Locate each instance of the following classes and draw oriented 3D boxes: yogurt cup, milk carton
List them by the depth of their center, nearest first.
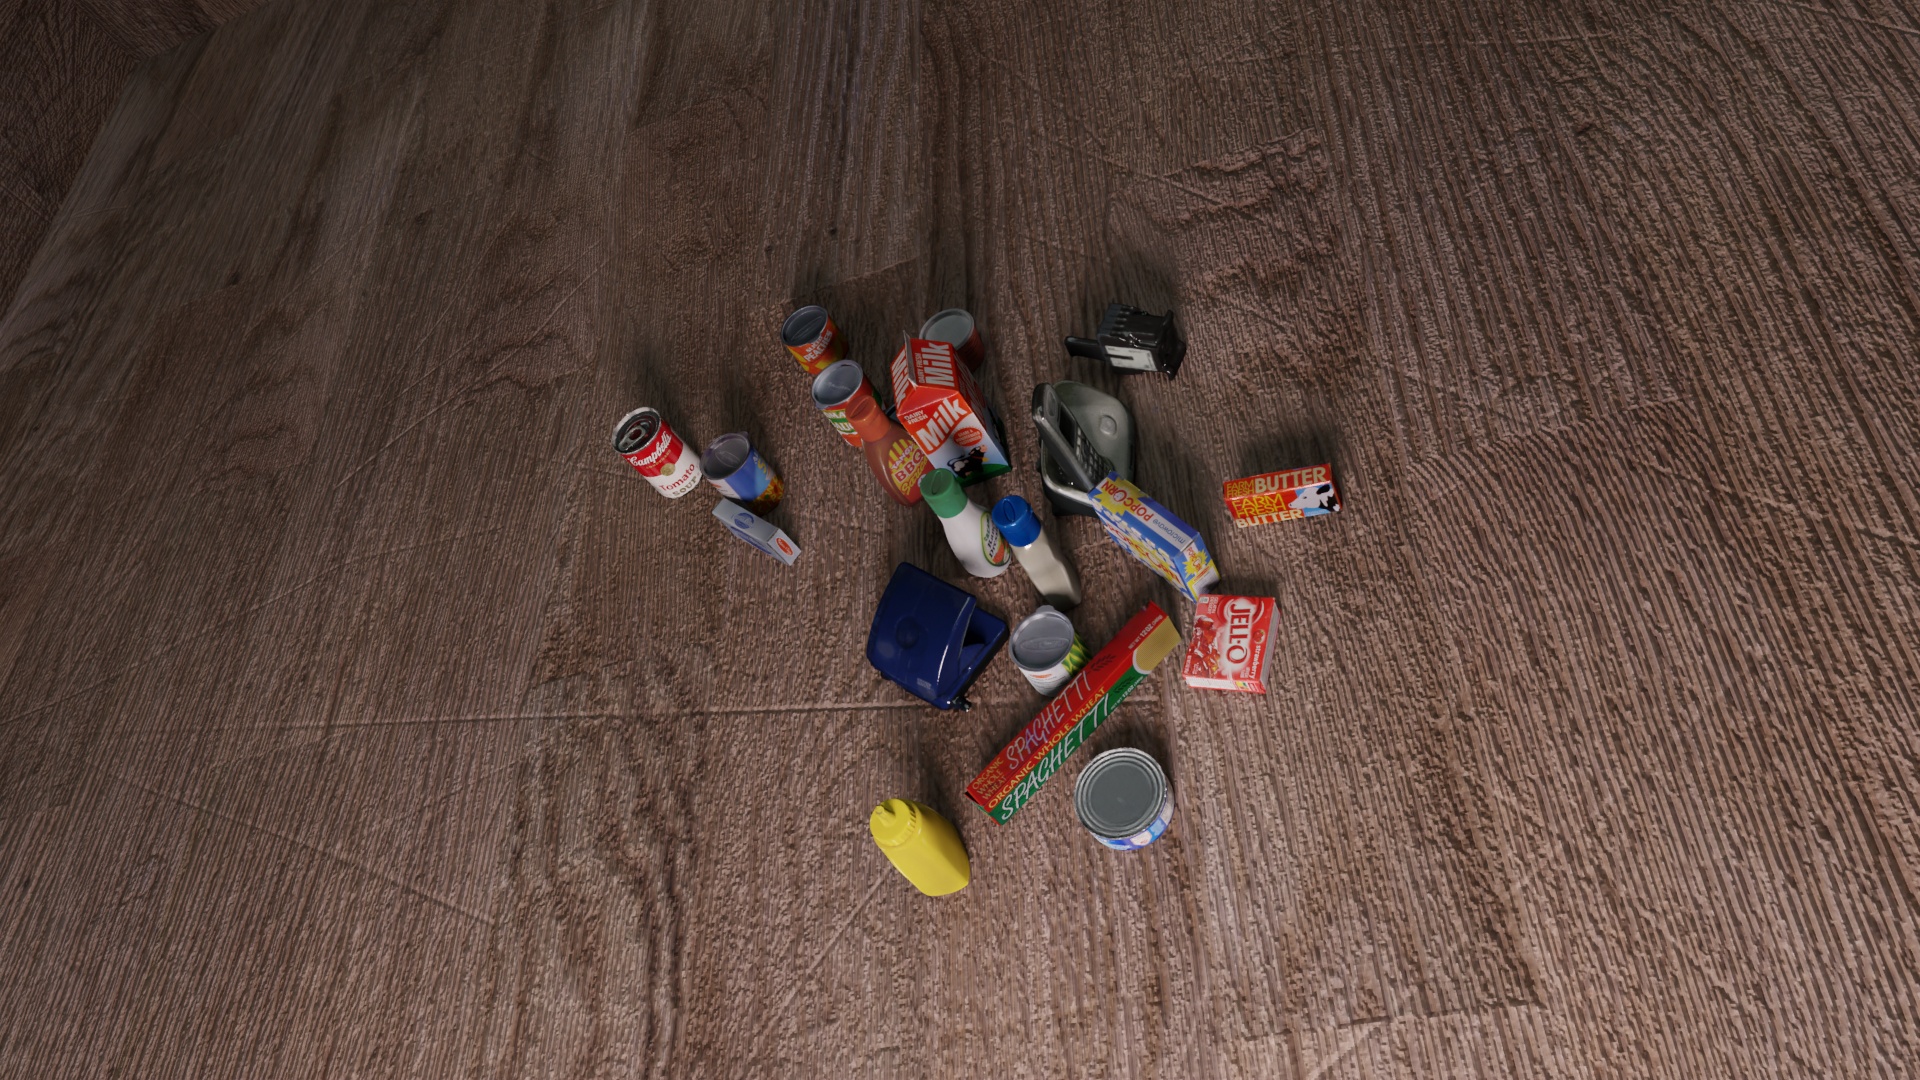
[{"bbox_3d":[-0.017,-0.139,1.464,0.073,0.190,0.073,-20,52,15],"label":"milk carton"},{"bbox_3d":[-0.007,-0.227,1.610,0.072,0.053,0.073,-13,53,19],"label":"yogurt cup"}]

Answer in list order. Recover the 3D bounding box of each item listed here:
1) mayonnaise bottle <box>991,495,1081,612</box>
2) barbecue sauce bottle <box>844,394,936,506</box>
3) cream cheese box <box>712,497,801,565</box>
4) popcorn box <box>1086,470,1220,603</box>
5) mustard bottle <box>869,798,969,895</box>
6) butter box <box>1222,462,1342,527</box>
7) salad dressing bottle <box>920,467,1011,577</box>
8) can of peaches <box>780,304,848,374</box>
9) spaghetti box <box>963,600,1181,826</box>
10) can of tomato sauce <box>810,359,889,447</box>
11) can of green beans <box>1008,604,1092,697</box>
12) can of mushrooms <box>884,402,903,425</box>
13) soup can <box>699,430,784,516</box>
[{"bbox_3d":[0.073,0.010,1.343,0.041,0.147,0.065,-26,50,10],"label":"mayonnaise bottle"},{"bbox_3d":[-0.076,-0.100,1.495,0.044,0.148,0.065,30,75,38],"label":"barbecue sauce bottle"},{"bbox_3d":[-0.232,-0.010,1.575,0.104,0.053,0.024,26,73,38],"label":"cream cheese box"},{"bbox_3d":[0.186,-0.004,1.336,0.038,0.085,0.127,-44,50,-6],"label":"popcorn box"},{"bbox_3d":[-0.042,0.261,1.220,0.049,0.159,0.065,-23,51,12],"label":"mustard bottle"},{"bbox_3d":[0.306,-0.042,1.322,0.103,0.053,0.024,-10,55,21],"label":"butter box"},{"bbox_3d":[0.005,-0.018,1.397,0.044,0.147,0.064,-5,56,25],"label":"salad dressing bottle"},{"bbox_3d":[-0.178,-0.246,1.708,0.071,0.058,0.071,-13,53,19],"label":"can of peaches"},{"bbox_3d":[0.106,0.161,1.286,0.250,0.050,0.029,-45,50,-7],"label":"spaghetti box"},{"bbox_3d":[-0.125,-0.156,1.602,0.071,0.083,0.071,-14,53,19],"label":"can of tomato sauce"},{"bbox_3d":[0.087,0.109,1.327,0.071,0.057,0.071,-13,53,19],"label":"can of green beans"},{"bbox_3d":[-0.056,-0.126,1.579,0.071,0.033,0.071,-13,53,19],"label":"can of mushrooms"},{"bbox_3d":[-0.250,-0.077,1.611,0.071,0.083,0.072,-14,53,19],"label":"soup can"}]
